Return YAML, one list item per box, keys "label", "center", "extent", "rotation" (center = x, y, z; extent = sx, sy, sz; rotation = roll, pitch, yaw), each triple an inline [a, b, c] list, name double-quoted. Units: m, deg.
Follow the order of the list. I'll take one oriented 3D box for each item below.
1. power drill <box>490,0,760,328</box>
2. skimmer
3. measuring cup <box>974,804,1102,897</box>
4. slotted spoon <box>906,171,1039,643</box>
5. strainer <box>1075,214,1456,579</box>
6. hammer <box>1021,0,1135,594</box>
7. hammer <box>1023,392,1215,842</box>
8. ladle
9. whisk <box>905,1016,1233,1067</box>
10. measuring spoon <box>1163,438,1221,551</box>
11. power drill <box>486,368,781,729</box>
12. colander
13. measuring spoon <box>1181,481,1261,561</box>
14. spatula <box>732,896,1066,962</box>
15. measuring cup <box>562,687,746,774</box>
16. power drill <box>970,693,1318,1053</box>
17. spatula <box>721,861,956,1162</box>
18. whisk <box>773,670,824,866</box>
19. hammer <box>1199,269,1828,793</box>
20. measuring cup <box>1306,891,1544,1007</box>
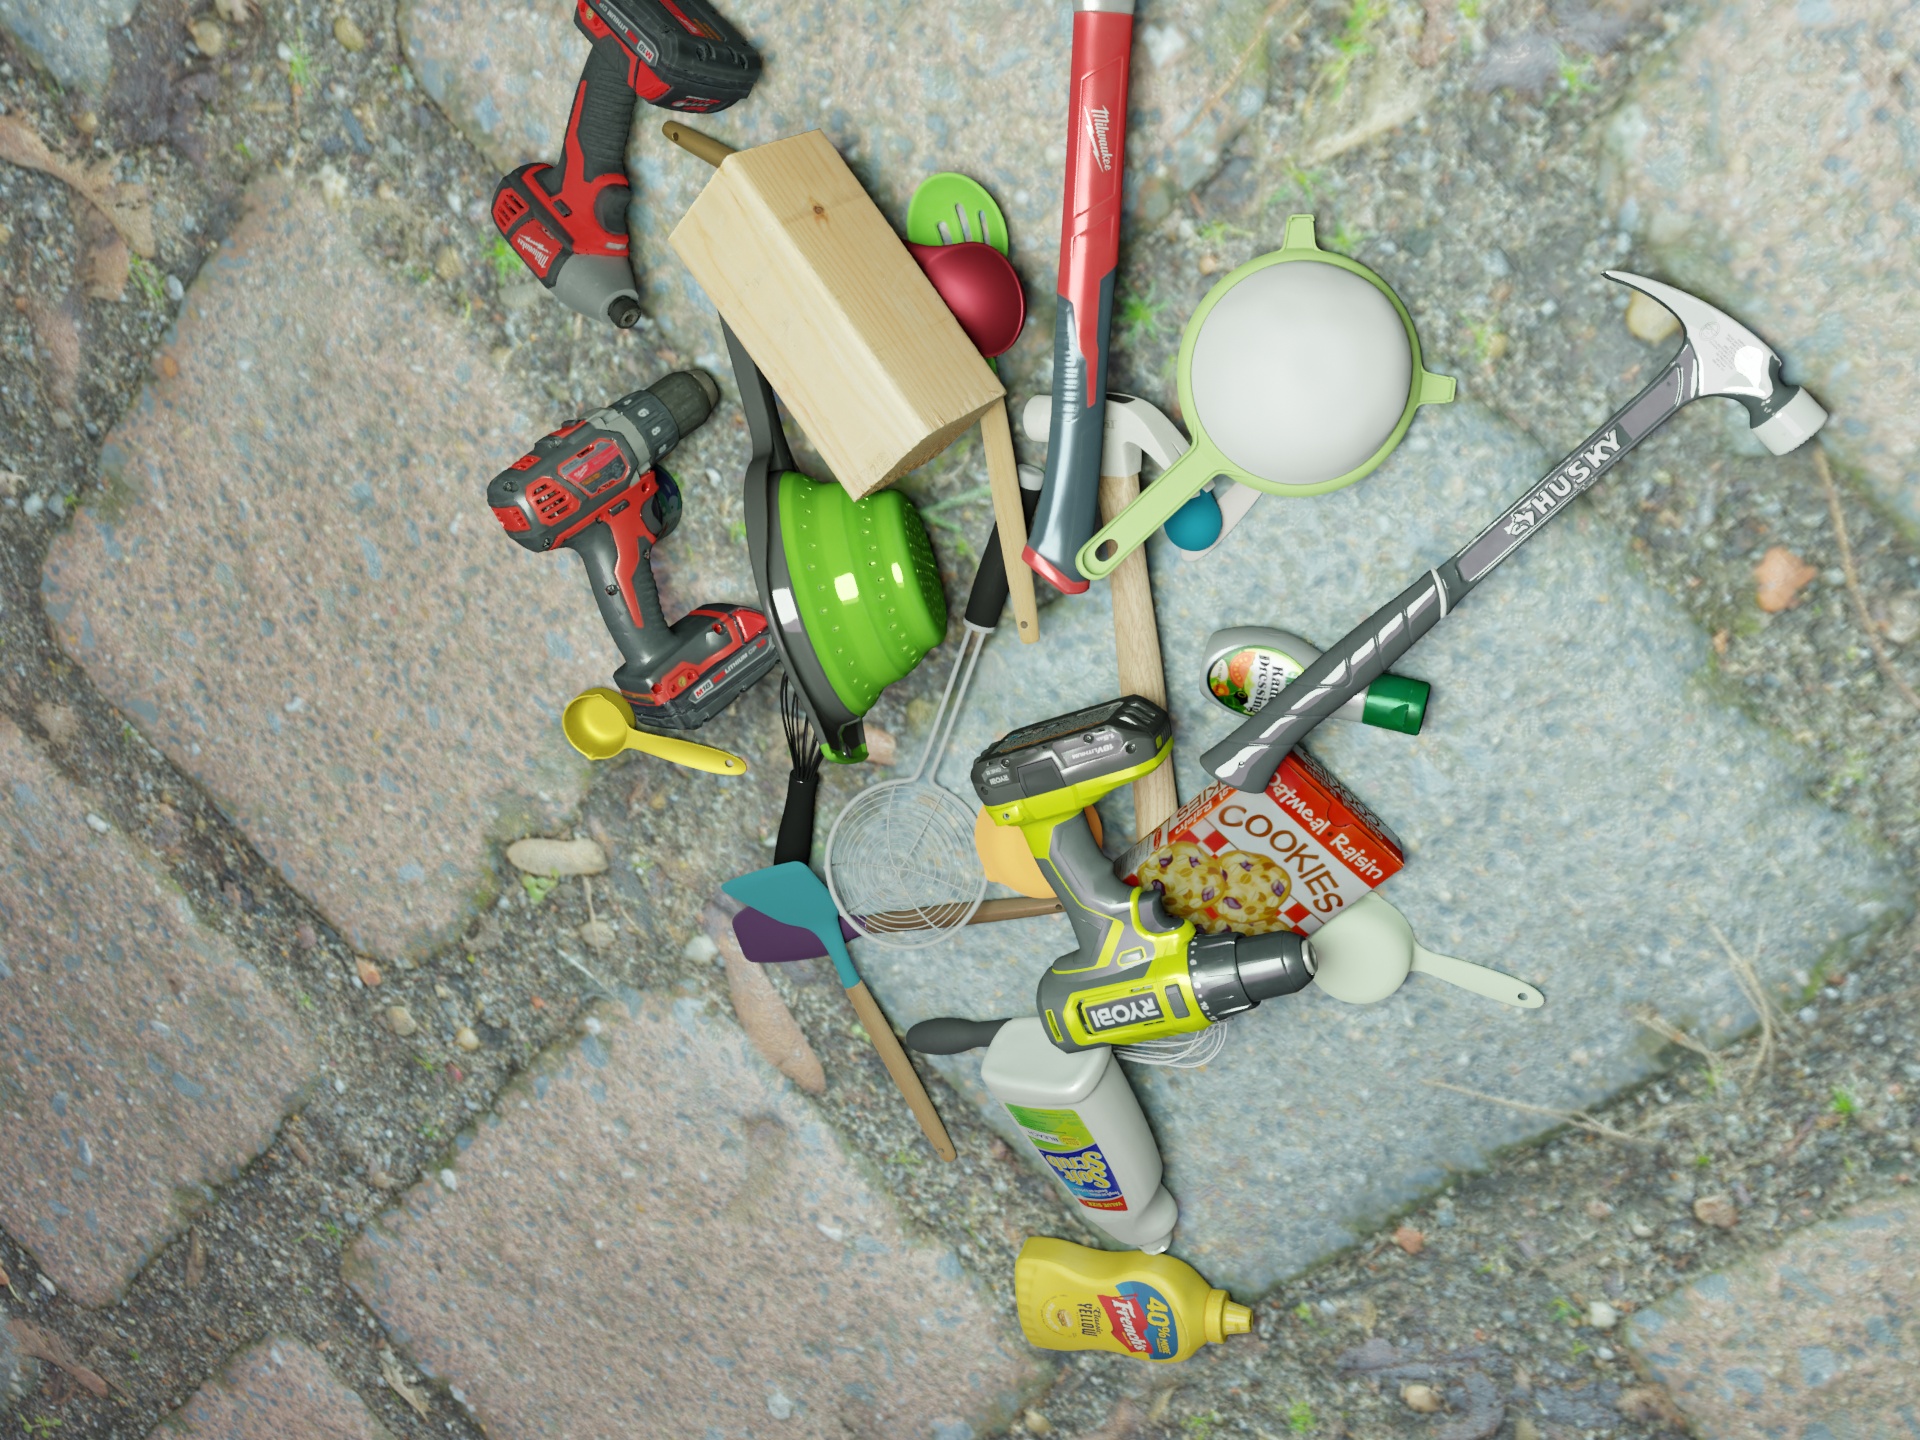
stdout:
- label: "power drill"
  center: [-0.232, -0.382, 1.078]
  extent: [0.143, 0.078, 0.219]
  rotation: [50, 125, 19]
- label: "skimmer"
  center: [-0.002, -0.004, 1.146]
  extent: [0.127, 0.090, 0.363]
  rotation: [13, 117, -11]
- label: "measuring cup"
  center: [0.088, 0.114, 1.163]
  extent: [0.173, 0.052, 0.095]
  rotation: [45, 83, -14]
- label: "slotted spoon"
  center: [0.020, -0.205, 1.068]
  extent: [0.070, 0.031, 0.313]
  rotation: [-5, 101, 27]
- label: "strainer"
  center: [0.170, -0.175, 0.958]
  extent: [0.256, 0.069, 0.151]
  rotation: [-42, 95, 4]
- label: "hammer"
  center: [0.092, -0.269, 0.971]
  extent: [0.143, 0.038, 0.386]
  rotation: [0, 107, -9]
- label: "hammer"
  center: [0.123, -0.059, 1.091]
  extent: [0.130, 0.031, 0.331]
  rotation: [12, 121, 41]
- label: "ladle"
  center: [-0.080, -0.330, 1.054]
  extent: [0.315, 0.031, 0.069]
  rotation: [33, 123, 19]
- label: "whisk"
  center: [0.078, 0.241, 1.239]
  extent: [0.284, 0.070, 0.070]
  rotation: [-10, 107, 31]
- label: "measuring spoon"
  center: [0.155, -0.172, 1.045]
  extent: [0.042, 0.021, 0.128]
  rotation: [21, 117, 34]
- label: "power drill"
  center: [-0.214, -0.127, 1.156]
  extent: [0.080, 0.188, 0.226]
  rotation: [7, 132, 50]
- label: "colander"
  center: [-0.088, -0.172, 1.089]
  extent: [0.094, 0.204, 0.397]
  rotation: [-16, 87, 10]
- label: "measuring spoon"
  center: [0.186, -0.148, 1.049]
  extent: [0.034, 0.018, 0.124]
  rotation: [42, 121, 1]
- label: "spatula"
  center: [-0.051, 0.159, 1.275]
  extent: [0.316, 0.018, 0.059]
  rotation: [-9, 108, 26]
- label: "measuring cup"
  center: [-0.246, 0.014, 1.298]
  extent: [0.156, 0.029, 0.062]
  rotation: [16, 117, 3]
- label: "power drill"
  center: [0.119, 0.106, 1.067]
  extent: [0.190, 0.080, 0.228]
  rotation: [-17, 100, 25]
- label: "spatula"
  center: [-0.082, 0.242, 1.295]
  extent: [0.082, 0.044, 0.317]
  rotation: [-19, 109, 27]
- label: "whisk"
  center: [-0.124, 0.045, 1.243]
  extent: [0.055, 0.055, 0.238]
  rotation: [20, 121, 14]
- label: "hammer"
  center: [0.305, -0.095, 0.975]
  extent: [0.409, 0.036, 0.149]
  rotation: [-43, 88, 20]
- label: "measuring cup"
  center: [0.322, 0.177, 1.115]
  extent: [0.168, 0.038, 0.083]
  rotation: [17, 117, 18]
